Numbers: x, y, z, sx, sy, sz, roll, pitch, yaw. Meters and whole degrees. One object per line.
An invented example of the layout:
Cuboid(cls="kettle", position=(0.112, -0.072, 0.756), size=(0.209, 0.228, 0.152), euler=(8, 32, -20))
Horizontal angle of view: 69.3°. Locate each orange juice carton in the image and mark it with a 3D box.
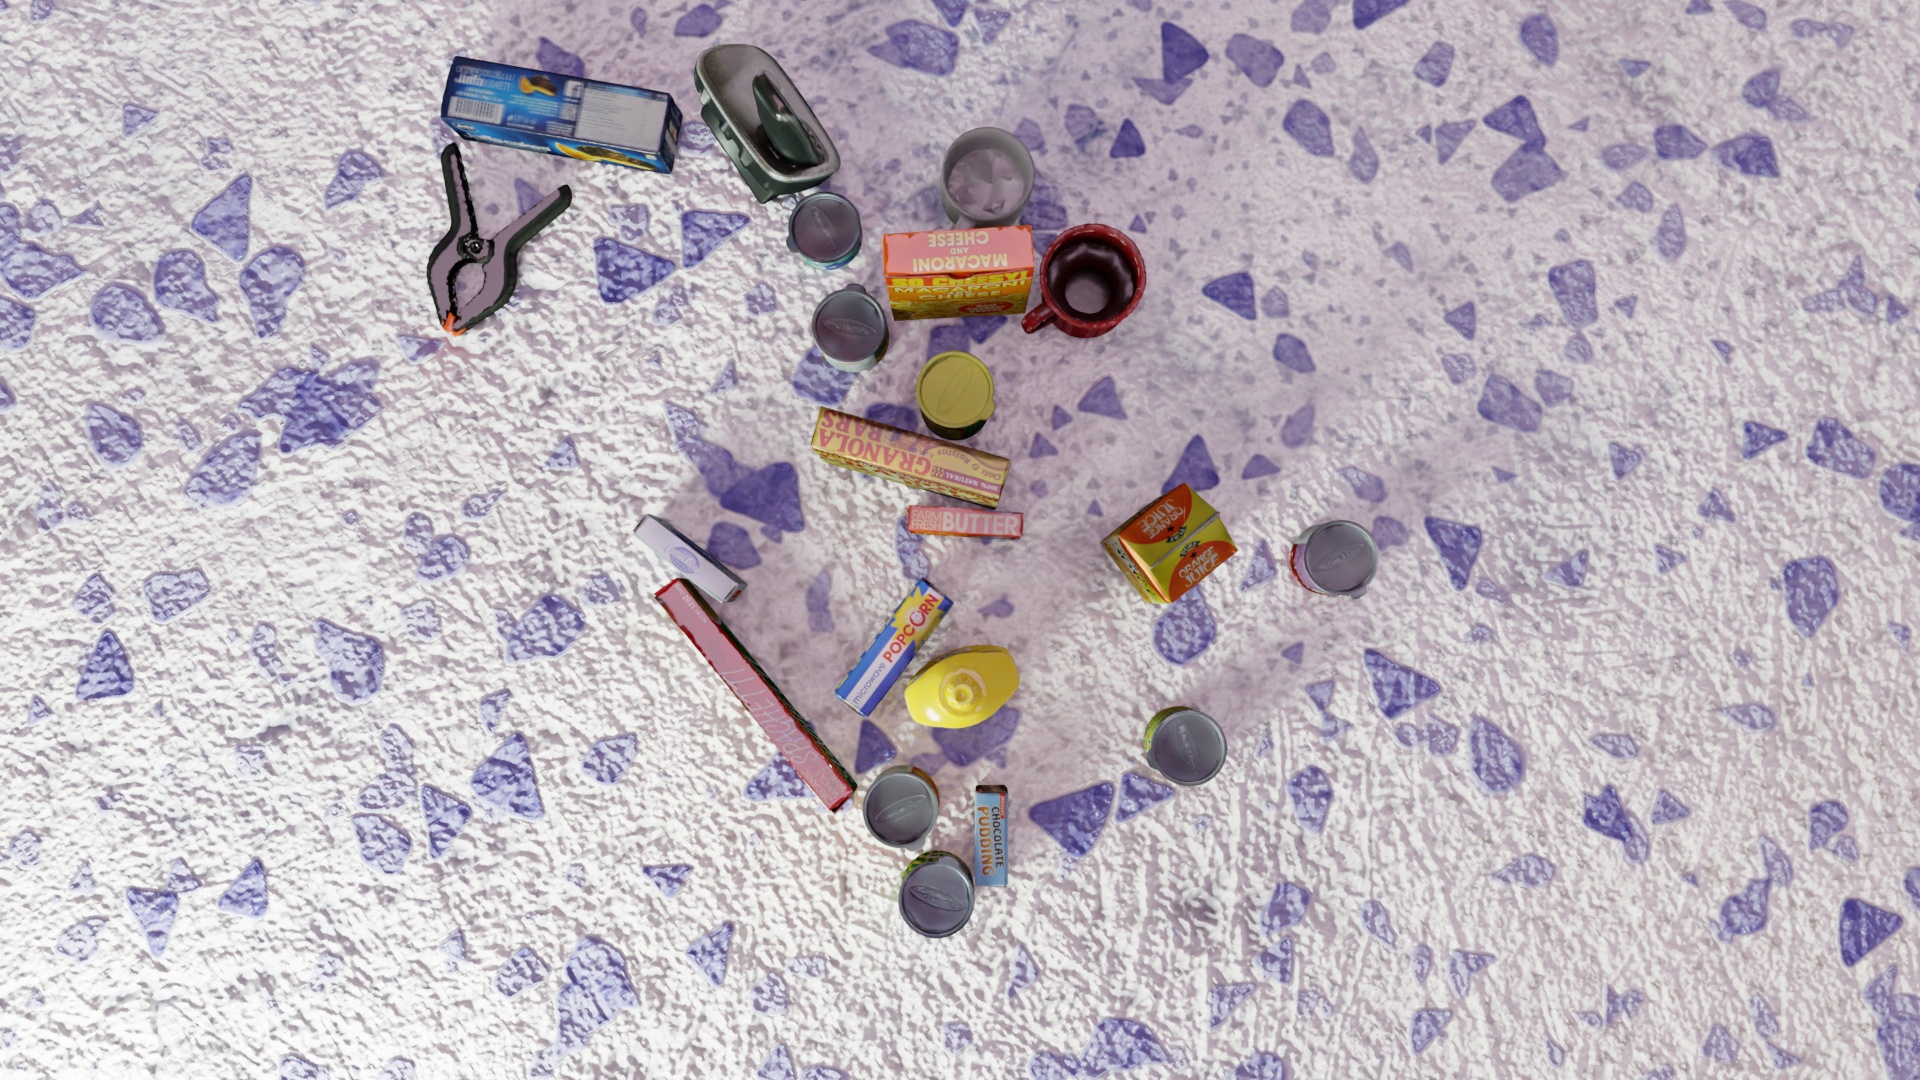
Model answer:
Cuboid(cls="orange juice carton", position=(0.175, 0.004, 1.170), size=(0.072, 0.192, 0.073), euler=(-38, 88, -2))

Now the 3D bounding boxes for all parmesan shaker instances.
Cuboid(cls="parmesan shaker", position=(-0.003, -0.124, 1.222), size=(0.071, 0.103, 0.071), euler=(0, 87, 0))

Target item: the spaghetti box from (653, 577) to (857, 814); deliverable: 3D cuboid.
Cuboid(cls="spaghetti box", position=(-0.180, 0.136, 1.233), size=(0.029, 0.050, 0.250), euler=(-40, 87, -2))

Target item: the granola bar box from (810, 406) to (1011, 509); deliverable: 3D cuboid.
Cuboid(cls="granola bar box", position=(-0.041, -0.069, 1.208), size=(0.166, 0.124, 0.039), euler=(16, 87, 1))

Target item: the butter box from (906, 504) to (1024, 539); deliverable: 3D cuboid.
Cuboid(cls="butter box", position=(0.004, -0.016, 1.241), size=(0.103, 0.053, 0.024), euler=(4, 87, 0))

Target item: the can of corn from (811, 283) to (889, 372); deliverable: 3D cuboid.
Cuboid(cls="can of corn", position=(-0.097, -0.190, 1.249), size=(0.071, 0.058, 0.071), euler=(0, 87, 0))

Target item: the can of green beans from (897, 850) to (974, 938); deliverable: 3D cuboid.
Cuboid(cls="can of green beans", position=(-0.021, 0.309, 1.219), size=(0.071, 0.058, 0.071), euler=(0, 87, 0))

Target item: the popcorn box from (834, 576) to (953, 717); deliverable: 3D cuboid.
Cuboid(cls="popcorn box", position=(-0.057, 0.093, 1.218), size=(0.038, 0.085, 0.127), euler=(37, 87, 2))

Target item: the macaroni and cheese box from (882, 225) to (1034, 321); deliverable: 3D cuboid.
Cuboid(cls="macaroni and cheese box", position=(-0.001, -0.227, 1.197), size=(0.124, 0.166, 0.040), euler=(-4, 87, 0))

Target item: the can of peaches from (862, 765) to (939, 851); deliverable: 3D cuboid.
Cuboid(cls="can of peaches", position=(-0.051, 0.235, 1.223), size=(0.071, 0.058, 0.071), euler=(0, 87, 0))

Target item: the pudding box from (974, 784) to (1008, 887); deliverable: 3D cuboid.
Cuboid(cls="pudding box", position=(0.027, 0.260, 1.226), size=(0.030, 0.049, 0.083), euler=(0, 87, 0))

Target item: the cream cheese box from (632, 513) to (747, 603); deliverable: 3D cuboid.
Cuboid(cls="cream cheese box", position=(-0.241, 0.017, 1.238), size=(0.104, 0.053, 0.024), euler=(37, 88, 2))

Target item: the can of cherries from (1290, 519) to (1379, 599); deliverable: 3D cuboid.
Cuboid(cls="can of cherries", position=(0.333, 0.019, 1.237), size=(0.071, 0.058, 0.071), euler=(0, 87, 0))

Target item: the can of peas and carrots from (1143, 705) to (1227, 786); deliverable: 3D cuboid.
Cuboid(cls="can of peas and carrots", position=(0.195, 0.182, 1.227), size=(0.071, 0.058, 0.071), euler=(0, 87, 0))

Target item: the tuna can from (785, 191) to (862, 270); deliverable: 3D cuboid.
Cuboid(cls="tuna can", position=(-0.125, -0.280, 1.267), size=(0.071, 0.033, 0.071), euler=(0, 87, 0))
